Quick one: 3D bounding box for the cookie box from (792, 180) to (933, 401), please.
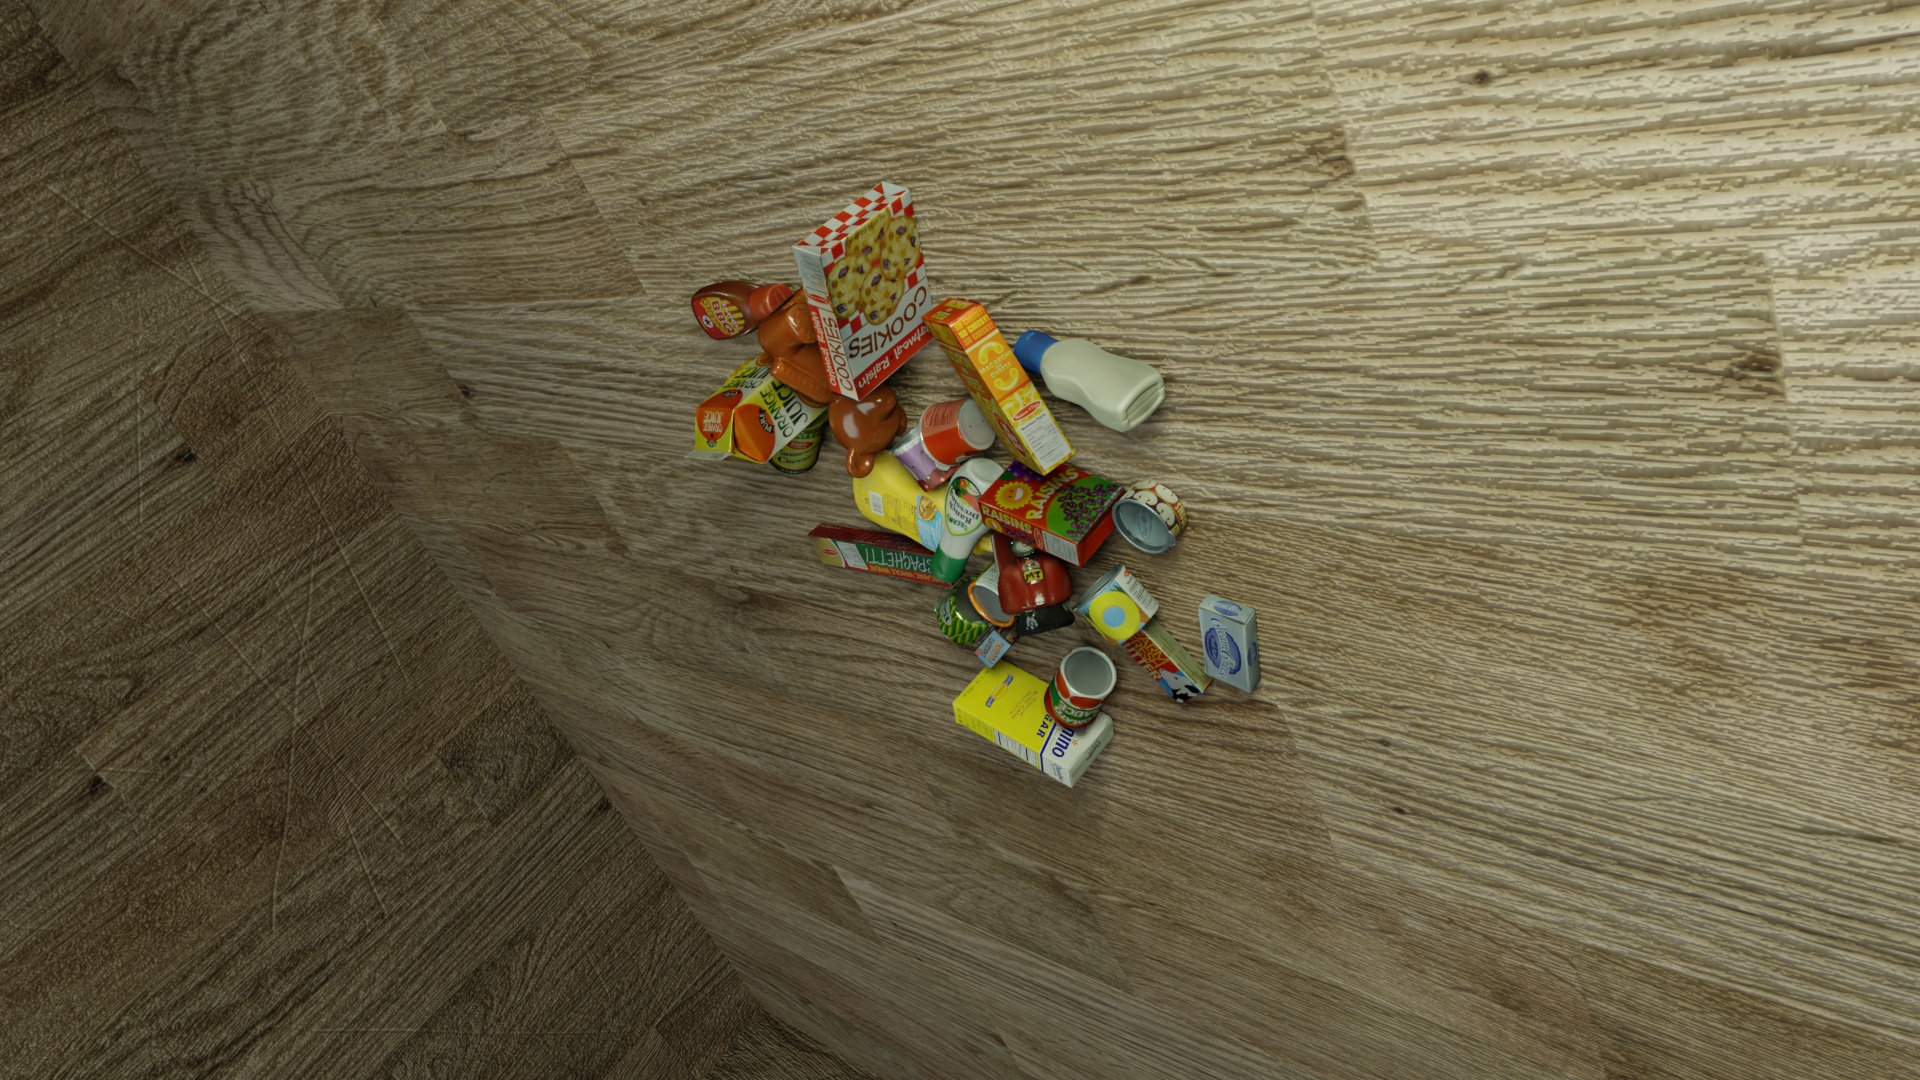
[{"bbox_3d":[-0.086,-0.233,1.310,0.040,0.123,0.166,25,144,32],"label":"cookie box"}]

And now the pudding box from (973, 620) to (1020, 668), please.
[{"bbox_3d":[0.051,0.112,1.635,0.030,0.050,0.083,41,150,3],"label":"pudding box"}]

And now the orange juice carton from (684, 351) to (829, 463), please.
[{"bbox_3d":[-0.213,-0.145,1.501,0.072,0.193,0.072,7,134,45],"label":"orange juice carton"}]

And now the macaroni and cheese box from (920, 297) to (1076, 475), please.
[{"bbox_3d":[0.034,-0.148,1.303,0.166,0.040,0.124,56,176,-18],"label":"macaroni and cheese box"}]

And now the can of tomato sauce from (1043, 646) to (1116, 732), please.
[{"bbox_3d":[0.136,0.169,1.581,0.071,0.071,0.082,38,149,12],"label":"can of tomato sauce"}]

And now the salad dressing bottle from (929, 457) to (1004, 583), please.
[{"bbox_3d":[0.005,-0.018,1.460,0.064,0.044,0.146,41,132,22],"label":"salad dressing bottle"}]

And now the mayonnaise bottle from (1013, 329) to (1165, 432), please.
[{"bbox_3d":[0.110,-0.148,1.237,0.148,0.065,0.041,33,155,40],"label":"mayonnaise bottle"}]

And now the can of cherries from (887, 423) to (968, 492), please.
[{"bbox_3d":[-0.033,-0.092,1.470,0.058,0.072,0.071,51,149,-11],"label":"can of cherries"}]

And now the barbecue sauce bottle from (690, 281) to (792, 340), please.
[{"bbox_3d":[-0.240,-0.260,1.544,0.148,0.044,0.064,2,128,49],"label":"barbecue sauce bottle"}]

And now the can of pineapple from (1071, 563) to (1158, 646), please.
[{"bbox_3d":[0.160,0.068,1.430,0.058,0.071,0.070,47,150,-4],"label":"can of pineapple"}]

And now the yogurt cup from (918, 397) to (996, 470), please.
[{"bbox_3d":[0.000,-0.113,1.413,0.054,0.073,0.072,-14,116,47],"label":"yogurt cup"}]

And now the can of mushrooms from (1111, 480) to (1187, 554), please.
[{"bbox_3d":[0.183,-0.021,1.328,0.071,0.033,0.070,31,146,24],"label":"can of mushrooms"}]

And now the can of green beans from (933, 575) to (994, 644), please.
[{"bbox_3d":[0.012,0.082,1.629,0.071,0.071,0.057,43,149,4],"label":"can of green beans"}]

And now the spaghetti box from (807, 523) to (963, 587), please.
[{"bbox_3d":[-0.096,0.017,1.719,0.250,0.029,0.050,8,134,46],"label":"spaghetti box"}]

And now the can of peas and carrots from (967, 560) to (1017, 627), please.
[{"bbox_3d":[0.051,0.056,1.559,0.071,0.059,0.070,31,147,23],"label":"can of peas and carrots"}]

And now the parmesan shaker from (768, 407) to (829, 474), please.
[{"bbox_3d":[-0.188,-0.130,1.621,0.071,0.071,0.102,39,150,10],"label":"parmesan shaker"}]

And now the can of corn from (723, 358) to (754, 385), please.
[{"bbox_3d":[-0.238,-0.172,1.628,0.058,0.071,0.070,40,149,10],"label":"can of corn"}]

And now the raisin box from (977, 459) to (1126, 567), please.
[{"bbox_3d":[0.091,-0.034,1.372,0.123,0.086,0.040,24,148,31],"label":"raisin box"}]

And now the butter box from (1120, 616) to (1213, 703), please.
[{"bbox_3d":[0.215,0.125,1.475,0.103,0.024,0.053,46,149,-1],"label":"butter box"}]

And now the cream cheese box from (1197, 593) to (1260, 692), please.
[{"bbox_3d":[0.268,0.103,1.384,0.053,0.024,0.103,21,142,34],"label":"cream cheese box"}]
